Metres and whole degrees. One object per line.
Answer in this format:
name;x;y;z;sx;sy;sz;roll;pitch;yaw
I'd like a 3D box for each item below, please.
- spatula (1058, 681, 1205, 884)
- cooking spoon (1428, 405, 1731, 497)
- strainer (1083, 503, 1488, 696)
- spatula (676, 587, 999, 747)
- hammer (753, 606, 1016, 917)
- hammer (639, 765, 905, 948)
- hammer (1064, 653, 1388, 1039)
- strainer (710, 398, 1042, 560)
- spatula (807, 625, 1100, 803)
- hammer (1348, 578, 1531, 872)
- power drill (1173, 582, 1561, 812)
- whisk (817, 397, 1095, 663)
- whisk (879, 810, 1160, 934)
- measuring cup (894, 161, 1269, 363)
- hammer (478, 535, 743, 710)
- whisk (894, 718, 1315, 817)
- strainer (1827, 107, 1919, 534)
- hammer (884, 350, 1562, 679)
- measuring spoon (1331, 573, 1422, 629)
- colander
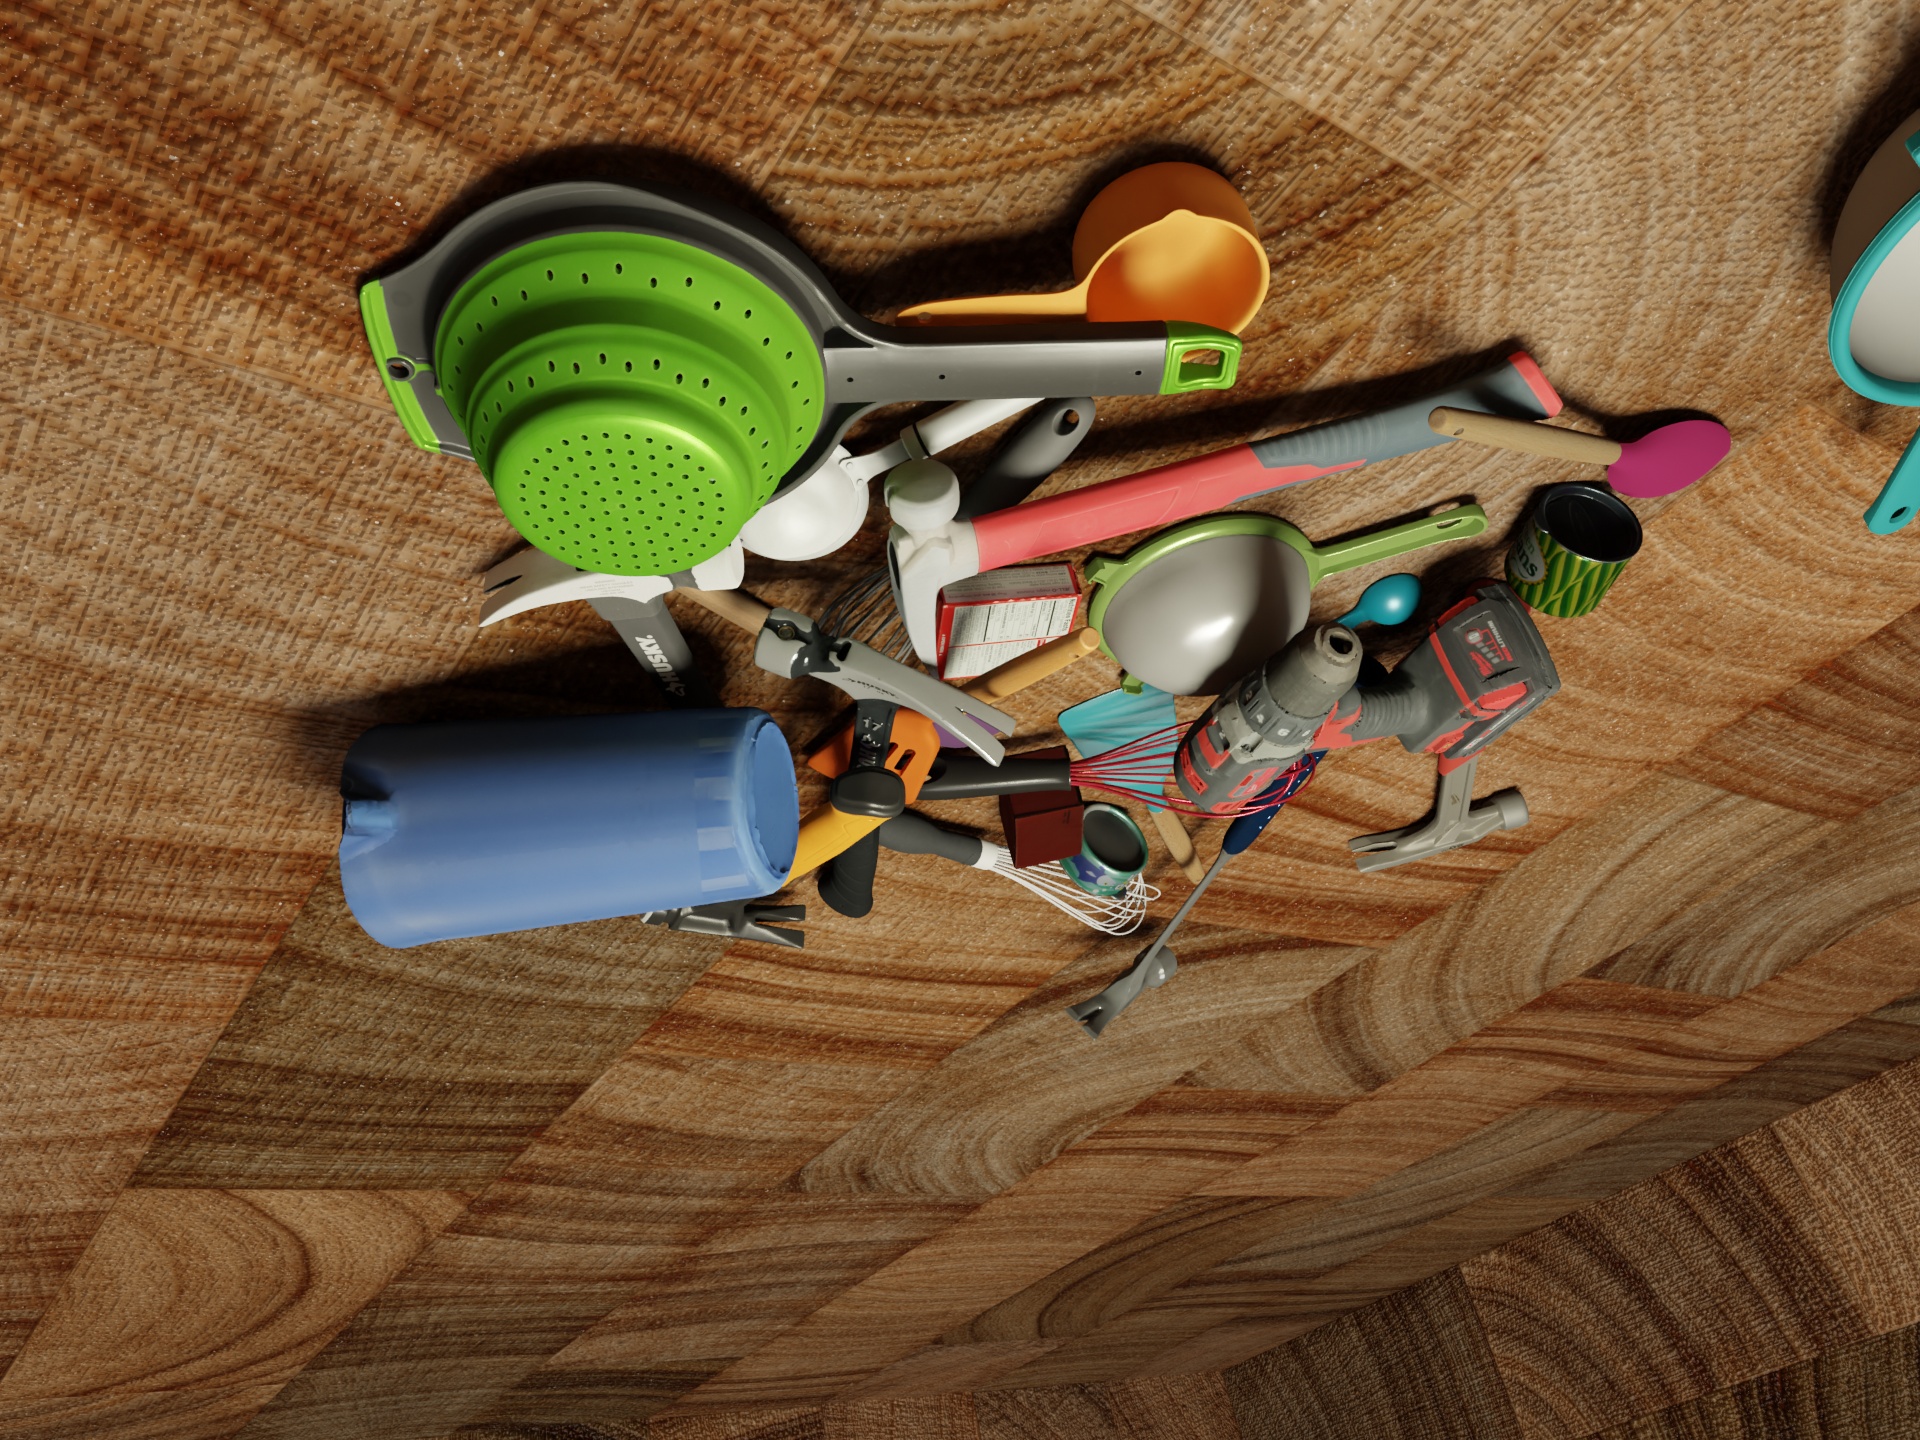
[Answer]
spatula;0.154;0.063;1.221;0.082;0.044;0.317;-20;151;9
cooking spoon;0.363;-0.157;0.919;0.318;0.017;0.068;-1;147;-41
strainer;0.210;-0.071;0.994;0.256;0.069;0.151;-17;147;6
spatula;-0.080;-0.036;0.984;0.060;0.018;0.315;-24;147;29
hammer;-0.060;0.056;1.043;0.149;0.036;0.408;22;155;3
hammer;-0.110;0.096;1.062;0.127;0.034;0.337;12;156;-23
hammer;0.204;0.106;1.229;0.144;0.035;0.405;-28;155;-46
strainer;-0.031;-0.141;0.829;0.258;0.050;0.086;-25;131;10
spatula;-0.002;-0.003;0.948;0.081;0.041;0.322;23;160;-18
hammer;0.376;0.012;1.215;0.149;0.037;0.358;-16;148;3
power drill;0.257;-0.020;0.988;0.226;0.080;0.187;-13;159;-22
whisk;-0.005;-0.098;0.895;0.055;0.055;0.239;17;132;-39
whisk;0.042;0.109;1.219;0.284;0.070;0.070;19;135;-34
measuring cup;0.054;-0.212;0.745;0.173;0.052;0.095;-6;147;1
hammer;-0.166;-0.009;0.964;0.146;0.035;0.334;-5;151;7
whisk;0.095;0.036;1.096;0.296;0.073;0.073;-2;147;4
strainer;0.541;-0.233;0.858;0.211;0.095;0.340;-13;149;3
hammer;0.149;-0.124;0.878;0.386;0.038;0.143;-16;143;-9
measuring spoon;0.259;-0.055;1.081;0.128;0.021;0.042;-36;141;28
colander;-0.067;-0.134;0.716;0.397;0.095;0.204;-2;146;-2
